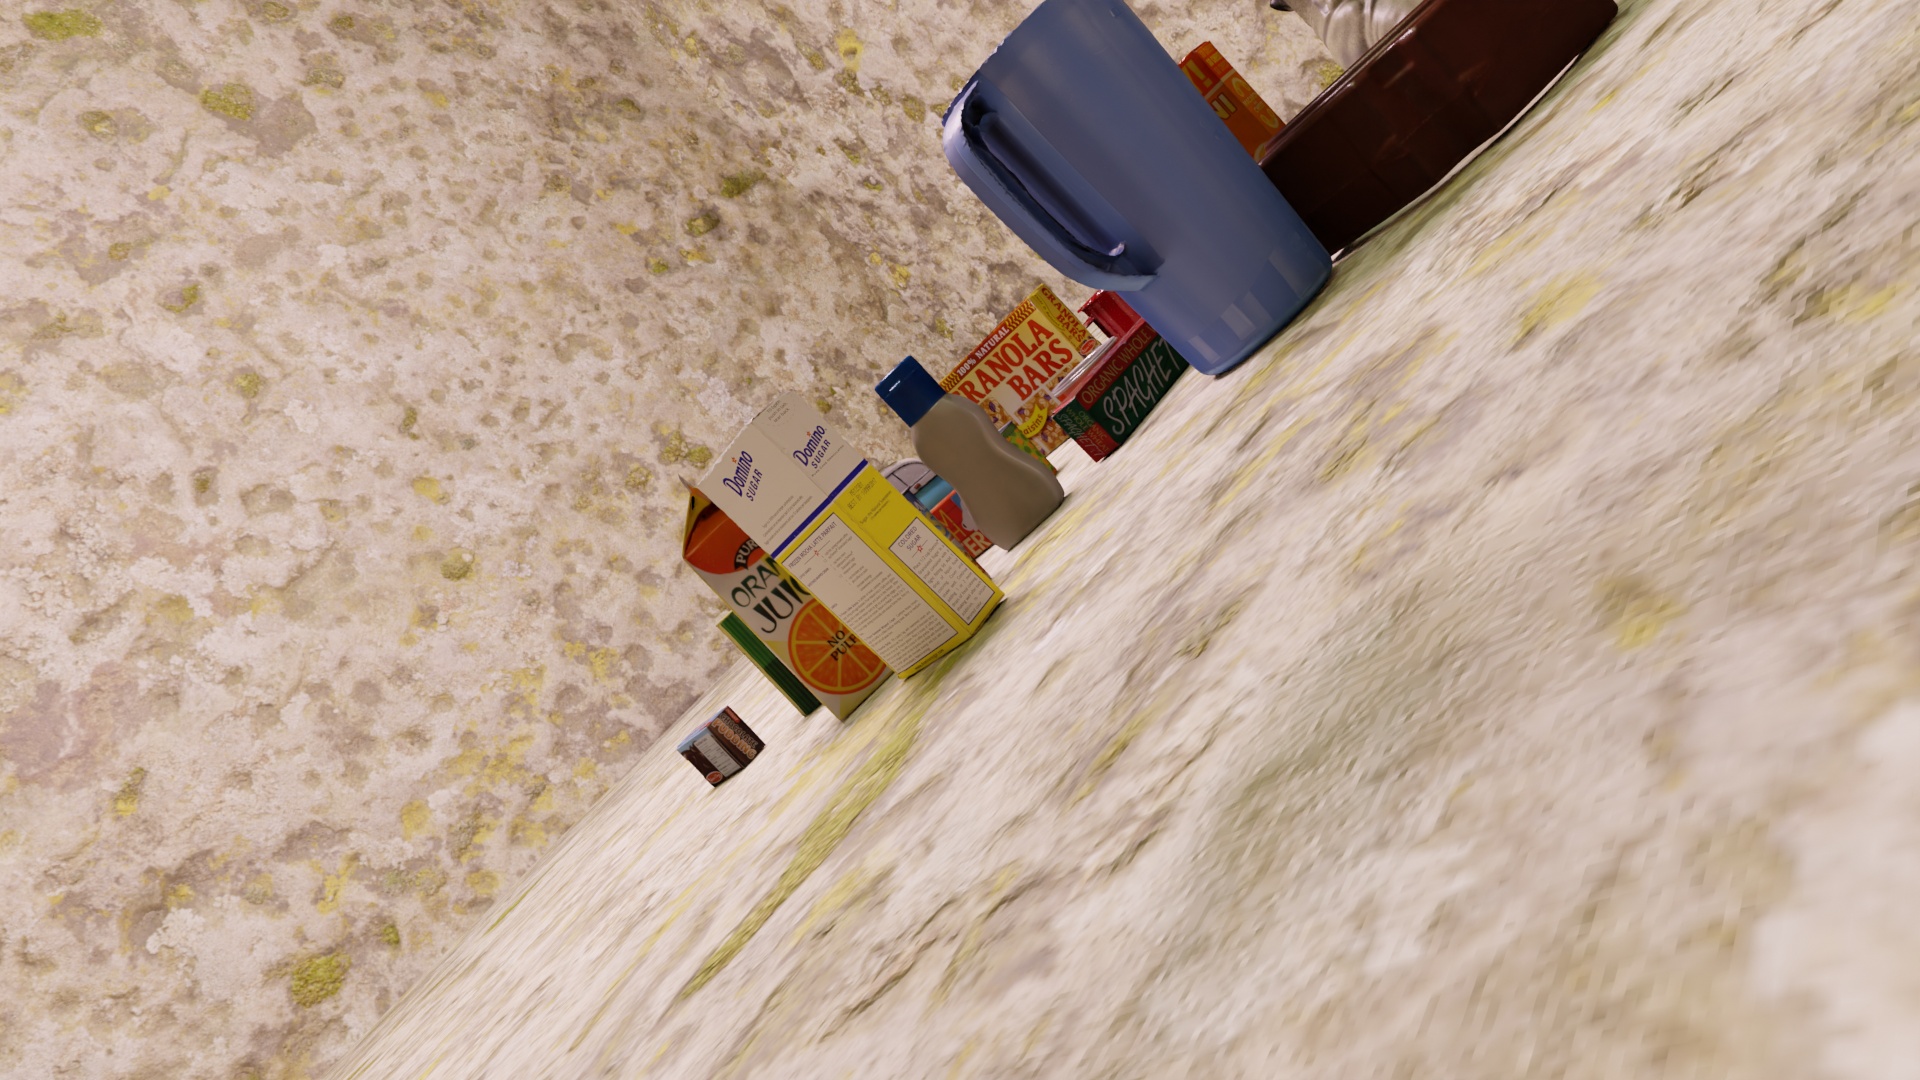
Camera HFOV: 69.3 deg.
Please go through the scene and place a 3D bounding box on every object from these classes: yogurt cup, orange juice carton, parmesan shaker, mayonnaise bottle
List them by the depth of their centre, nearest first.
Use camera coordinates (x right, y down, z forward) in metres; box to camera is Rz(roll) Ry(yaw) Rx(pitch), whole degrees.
[{"bbox_3d":[-0.124,0.028,0.945,0.073,0.192,0.072,-44,4,-7],"label":"orange juice carton"},{"bbox_3d":[0.003,-0.065,0.975,0.064,0.148,0.041,-42,5,19],"label":"mayonnaise bottle"},{"bbox_3d":[0.116,-0.122,1.109,0.072,0.054,0.072,-43,5,4],"label":"yogurt cup"},{"bbox_3d":[-0.137,0.082,1.123,0.071,0.103,0.071,-43,5,4],"label":"parmesan shaker"}]

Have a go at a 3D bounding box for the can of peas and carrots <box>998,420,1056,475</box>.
[{"bbox_3d":[0.037,-0.056,1.157,0.071,0.058,0.071,-43,5,4],"label":"can of peas and carrots"}]

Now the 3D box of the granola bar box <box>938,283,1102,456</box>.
[{"bbox_3d":[0.067,-0.149,1.324,0.164,0.124,0.039,-39,7,46],"label":"granola bar box"}]

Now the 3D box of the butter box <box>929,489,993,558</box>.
[{"bbox_3d":[0.004,-0.014,1.095,0.103,0.053,0.024,-39,6,41],"label":"butter box"}]

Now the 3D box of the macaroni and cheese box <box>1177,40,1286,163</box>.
[{"bbox_3d":[0.189,-0.259,1.017,0.123,0.166,0.040,-40,6,39],"label":"macaroni and cheese box"}]

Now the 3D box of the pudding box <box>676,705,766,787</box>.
[{"bbox_3d":[-0.206,0.176,1.186,0.030,0.049,0.083,-47,6,-36],"label":"pudding box"}]

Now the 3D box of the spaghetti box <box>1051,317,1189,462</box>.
[{"bbox_3d":[0.149,-0.145,1.057,0.028,0.050,0.251,-39,7,48],"label":"spaghetti box"}]

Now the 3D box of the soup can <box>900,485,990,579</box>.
[{"bbox_3d":[-0.029,0.015,0.931,0.071,0.084,0.071,-43,5,4],"label":"soup can"}]
